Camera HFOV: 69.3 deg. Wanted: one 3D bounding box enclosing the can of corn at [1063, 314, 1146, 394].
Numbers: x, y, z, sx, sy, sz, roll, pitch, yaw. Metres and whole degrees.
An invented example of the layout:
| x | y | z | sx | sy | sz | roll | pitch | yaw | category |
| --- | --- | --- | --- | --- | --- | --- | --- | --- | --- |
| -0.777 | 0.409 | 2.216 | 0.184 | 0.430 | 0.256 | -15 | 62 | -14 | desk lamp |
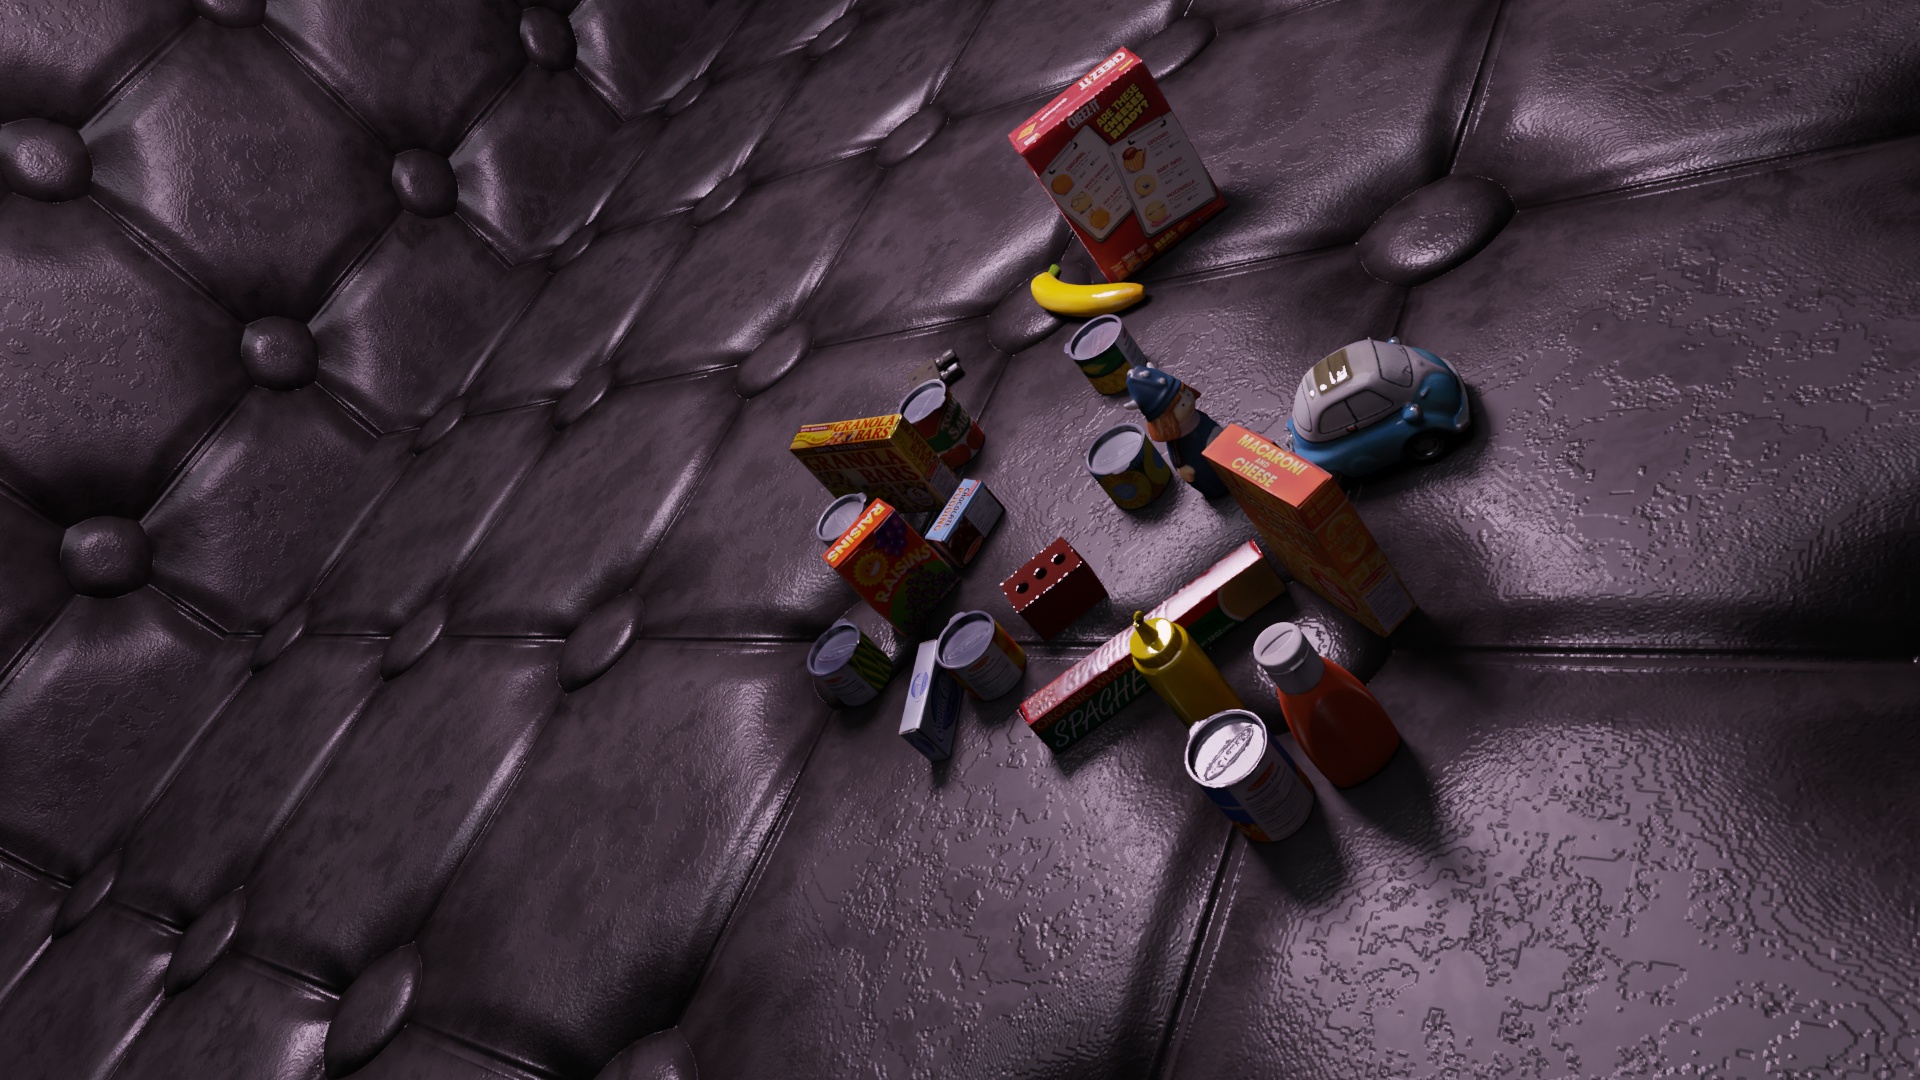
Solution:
| x | y | z | sx | sy | sz | roll | pitch | yaw | category |
| --- | --- | --- | --- | --- | --- | --- | --- | --- | --- |
| 0.157 | -0.199 | 1.501 | 0.071 | 0.058 | 0.071 | -26 | 38 | 22 | can of corn |

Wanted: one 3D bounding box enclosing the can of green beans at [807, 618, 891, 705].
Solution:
| x | y | z | sx | sy | sz | roll | pitch | yaw | category |
| --- | --- | --- | --- | --- | --- | --- | --- | --- | --- |
| -0.112 | 0.126 | 1.411 | 0.071 | 0.057 | 0.071 | -26 | 38 | 22 | can of green beans |

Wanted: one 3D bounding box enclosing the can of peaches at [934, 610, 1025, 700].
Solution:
| x | y | z | sx | sy | sz | roll | pitch | yaw | category |
| --- | --- | --- | --- | --- | --- | --- | --- | --- | --- |
| 0.019 | 0.107 | 1.304 | 0.071 | 0.058 | 0.071 | -26 | 38 | 22 | can of peaches |

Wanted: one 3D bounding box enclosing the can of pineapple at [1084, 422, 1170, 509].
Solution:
| x | y | z | sx | sy | sz | roll | pitch | yaw | category |
| --- | --- | --- | --- | --- | --- | --- | --- | --- | --- |
| 0.164 | -0.071 | 1.356 | 0.071 | 0.057 | 0.071 | -26 | 38 | 22 | can of pineapple |

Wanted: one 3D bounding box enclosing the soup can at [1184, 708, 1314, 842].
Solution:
| x | y | z | sx | sy | sz | roll | pitch | yaw | category |
| --- | --- | --- | --- | --- | --- | --- | --- | --- | --- |
| 0.212 | 0.173 | 1.025 | 0.071 | 0.083 | 0.072 | -26 | 38 | 22 | soup can |

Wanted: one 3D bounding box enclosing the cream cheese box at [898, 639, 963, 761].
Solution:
| x | y | z | sx | sy | sz | roll | pitch | yaw | category |
| --- | --- | --- | --- | --- | --- | --- | --- | --- | --- |
| -0.025 | 0.150 | 1.304 | 0.024 | 0.053 | 0.104 | -18 | 41 | 31 | cream cheese box |

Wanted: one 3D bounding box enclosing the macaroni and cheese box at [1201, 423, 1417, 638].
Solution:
| x | y | z | sx | sy | sz | roll | pitch | yaw | category |
| --- | --- | --- | --- | --- | --- | --- | --- | --- | --- |
| 0.274 | -0.009 | 1.089 | 0.040 | 0.166 | 0.124 | -44 | 35 | -3 | macaroni and cheese box |

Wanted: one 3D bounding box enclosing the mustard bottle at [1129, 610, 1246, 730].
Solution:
| x | y | z | sx | sy | sz | roll | pitch | yaw | category |
| --- | --- | --- | --- | --- | --- | --- | --- | --- | --- |
| 0.170 | 0.102 | 1.075 | 0.049 | 0.160 | 0.065 | -40 | 35 | 4 | mustard bottle |

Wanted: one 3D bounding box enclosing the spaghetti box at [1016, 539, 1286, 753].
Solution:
| x | y | z | sx | sy | sz | roll | pitch | yaw | category |
| --- | --- | --- | --- | --- | --- | --- | --- | --- | --- |
| 0.163 | 0.093 | 1.188 | 0.250 | 0.050 | 0.029 | -37 | 35 | 7 | spaghetti box |

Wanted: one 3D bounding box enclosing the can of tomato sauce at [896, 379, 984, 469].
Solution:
| x | y | z | sx | sy | sz | roll | pitch | yaw | category |
| --- | --- | --- | --- | --- | --- | --- | --- | --- | --- |
| -0.020 | -0.131 | 1.575 | 0.071 | 0.083 | 0.071 | -26 | 38 | 22 | can of tomato sauce |

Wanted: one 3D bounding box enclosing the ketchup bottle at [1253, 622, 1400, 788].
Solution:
| x | y | z | sx | sy | sz | roll | pitch | yaw | category |
| --- | --- | --- | --- | --- | --- | --- | --- | --- | --- |
| 0.257 | 0.115 | 0.987 | 0.064 | 0.148 | 0.044 | -41 | 35 | 2 | ketchup bottle |

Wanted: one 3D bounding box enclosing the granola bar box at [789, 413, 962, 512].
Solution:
| x | y | z | sx | sy | sz | roll | pitch | yaw | category |
| --- | --- | --- | --- | --- | --- | --- | --- | --- | --- |
| -0.094 | -0.083 | 1.560 | 0.165 | 0.124 | 0.039 | -2 | 51 | 43 | granola bar box |

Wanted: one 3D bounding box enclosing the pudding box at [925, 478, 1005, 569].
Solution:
| x | y | z | sx | sy | sz | roll | pitch | yaw | category |
| --- | --- | --- | --- | --- | --- | --- | --- | --- | --- |
| 0.005 | -0.018 | 1.459 | 0.030 | 0.049 | 0.084 | 7 | 58 | 48 | pudding box |

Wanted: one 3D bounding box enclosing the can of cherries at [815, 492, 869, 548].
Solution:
| x | y | z | sx | sy | sz | roll | pitch | yaw | category |
| --- | --- | --- | --- | --- | --- | --- | --- | --- | --- |
| -0.117 | -0.010 | 1.561 | 0.071 | 0.058 | 0.072 | -26 | 38 | 22 | can of cherries |

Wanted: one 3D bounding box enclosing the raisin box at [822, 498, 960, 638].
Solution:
| x | y | z | sx | sy | sz | roll | pitch | yaw | category |
| --- | --- | --- | --- | --- | --- | --- | --- | --- | --- |
| -0.070 | 0.029 | 1.416 | 0.086 | 0.123 | 0.040 | -46 | 35 | -6 | raisin box |
